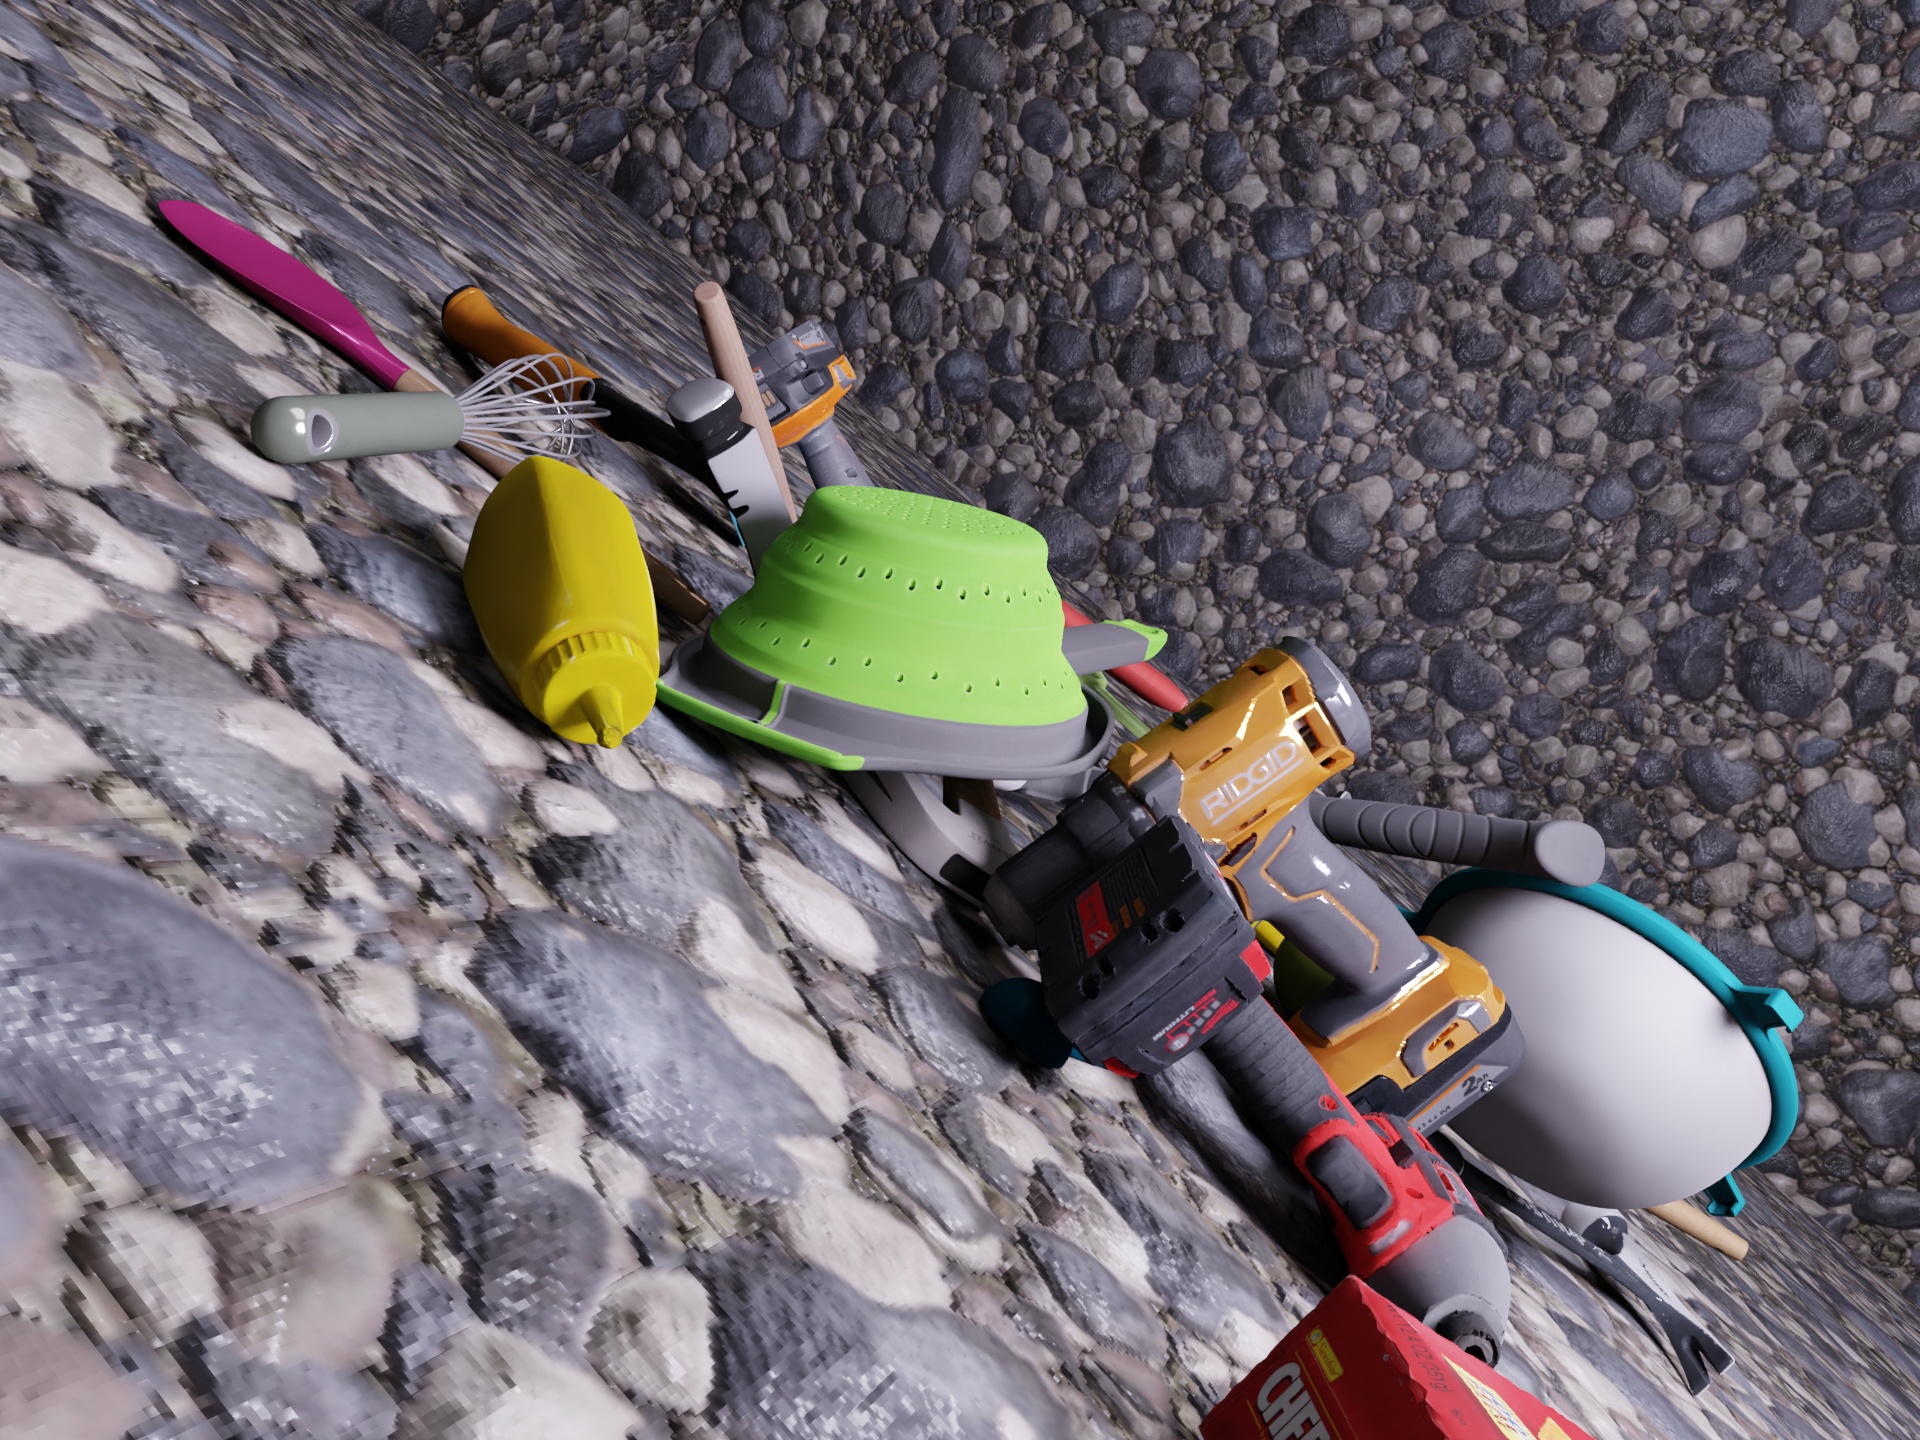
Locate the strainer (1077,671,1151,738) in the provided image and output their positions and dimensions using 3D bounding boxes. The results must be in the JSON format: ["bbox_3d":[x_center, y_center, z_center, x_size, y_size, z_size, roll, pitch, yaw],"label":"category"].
[{"bbox_3d":[0.070,-0.014,1.195,0.256,0.069,0.151,42,12,18],"label":"strainer"}]

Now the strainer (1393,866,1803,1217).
[{"bbox_3d":[0.264,0.159,0.868,0.341,0.095,0.210,27,-33,35],"label":"strainer"}]

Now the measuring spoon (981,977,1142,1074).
[{"bbox_3d":[0.054,0.127,0.655,0.128,0.021,0.042,28,15,-51],"label":"measuring spoon"}]

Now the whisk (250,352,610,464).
[{"bbox_3d":[-0.222,-0.131,0.688,0.059,0.057,0.246,7,14,12],"label":"whisk"}]

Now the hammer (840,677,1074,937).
[{"bbox_3d":[-0.001,-0.003,0.861,0.130,0.031,0.332,32,21,-17],"label":"hammer"}]

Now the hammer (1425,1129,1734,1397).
[{"bbox_3d":[0.281,0.254,0.887,0.408,0.036,0.149,34,12,-25],"label":"hammer"}]

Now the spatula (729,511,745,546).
[{"bbox_3d":[-0.090,-0.112,1.131,0.317,0.044,0.082,30,30,-51],"label":"spatula"}]

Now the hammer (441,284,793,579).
[{"bbox_3d":[-0.198,-0.170,0.869,0.337,0.034,0.127,34,-26,42],"label":"hammer"}]

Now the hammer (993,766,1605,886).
[{"bbox_3d":[0.178,0.052,0.872,0.335,0.035,0.146,7,-9,38],"label":"hammer"}]

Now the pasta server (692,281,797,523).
[{"bbox_3d":[-0.092,-0.120,0.841,0.060,0.040,0.316,38,-18,23],"label":"pasta server"}]

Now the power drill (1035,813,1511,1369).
[{"bbox_3d":[0.129,0.151,0.618,0.219,0.078,0.143,49,8,-9],"label":"power drill"}]

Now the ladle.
[{"bbox_3d":[0.335,0.227,0.976,0.320,0.062,0.078,30,-21,11],"label":"ladle"}]

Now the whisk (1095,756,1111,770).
[{"bbox_3d":[0.129,0.094,1.010,0.055,0.055,0.239,33,16,-32],"label":"whisk"}]

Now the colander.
[{"bbox_3d":[0.019,-0.061,0.790,0.205,0.094,0.397,20,17,27],"label":"colander"}]

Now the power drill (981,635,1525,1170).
[{"bbox_3d":[0.132,0.101,0.718,0.226,0.185,0.084,57,-4,-17],"label":"power drill"}]

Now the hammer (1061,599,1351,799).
[{"bbox_3d":[0.116,-0.038,1.118,0.359,0.037,0.149,37,1,8],"label":"hammer"}]

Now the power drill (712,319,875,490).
[{"bbox_3d":[-0.077,-0.140,1.042,0.226,0.084,0.164,58,16,-15],"label":"power drill"}]

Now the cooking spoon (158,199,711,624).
[{"bbox_3d":[-0.252,-0.149,0.777,0.319,0.017,0.069,38,17,-6],"label":"cooking spoon"}]
